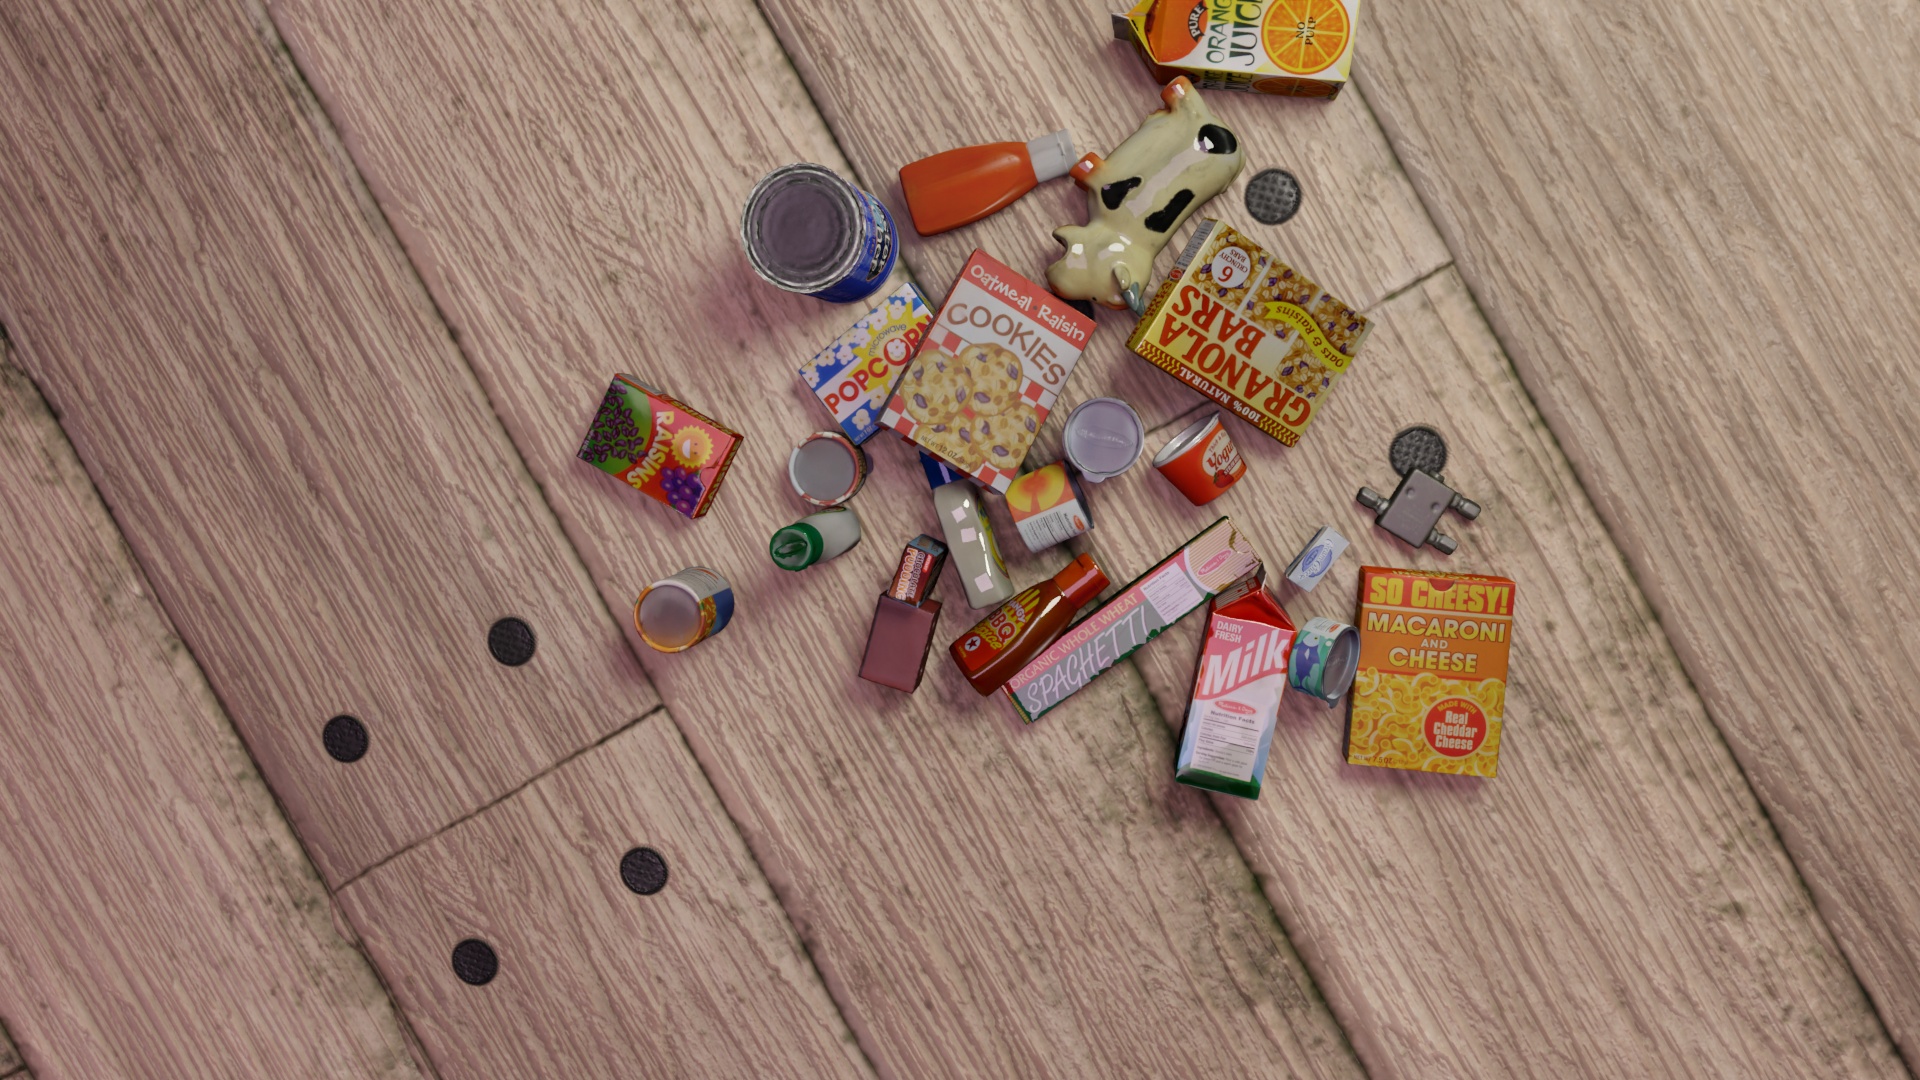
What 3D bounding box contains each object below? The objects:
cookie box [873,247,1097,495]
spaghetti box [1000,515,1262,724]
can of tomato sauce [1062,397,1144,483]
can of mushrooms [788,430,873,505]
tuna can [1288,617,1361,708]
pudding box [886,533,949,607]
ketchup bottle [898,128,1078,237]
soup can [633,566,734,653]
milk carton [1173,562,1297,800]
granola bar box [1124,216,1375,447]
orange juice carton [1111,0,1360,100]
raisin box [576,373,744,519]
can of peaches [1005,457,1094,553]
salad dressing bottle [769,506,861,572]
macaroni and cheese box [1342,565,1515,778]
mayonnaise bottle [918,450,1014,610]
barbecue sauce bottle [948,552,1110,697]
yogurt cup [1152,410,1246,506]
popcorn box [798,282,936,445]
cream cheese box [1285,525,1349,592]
[{"bbox_3d":[0.022,-0.140,1.167,0.123,0.040,0.167,30,85,-12],"label":"cookie box"},{"bbox_3d":[0.145,0.070,1.210,0.250,0.029,0.050,-36,90,10],"label":"spaghetti box"},{"bbox_3d":[0.122,-0.086,1.170,0.071,0.083,0.071,1,96,8],"label":"can of tomato sauce"},{"bbox_3d":[-0.115,-0.064,1.232,0.071,0.033,0.071,1,95,9],"label":"can of mushrooms"},{"bbox_3d":[0.300,0.100,1.144,0.033,0.071,0.071,18,99,38],"label":"tuna can"},{"bbox_3d":[-0.036,0.026,1.203,0.030,0.084,0.049,22,98,5],"label":"pudding box"},{"bbox_3d":[0.026,-0.310,1.182,0.149,0.043,0.064,-16,94,9],"label":"ketchup bottle"},{"bbox_3d":[-0.246,0.064,1.237,0.071,0.084,0.071,1,97,8],"label":"soup can"},{"bbox_3d":[0.236,0.114,1.180,0.073,0.072,0.190,12,98,7],"label":"milk carton"},{"bbox_3d":[0.236,-0.169,1.140,0.165,0.039,0.124,29,100,-17],"label":"granola bar box"},{"bbox_3d":[0.219,-0.410,1.130,0.193,0.072,0.073,8,96,7],"label":"orange juice carton"},{"bbox_3d":[-0.269,-0.085,1.249,0.123,0.040,0.086,29,98,4],"label":"raisin box"},{"bbox_3d":[0.075,-0.031,1.193,0.058,0.071,0.071,-23,92,10],"label":"can of peaches"},{"bbox_3d":[-0.125,-0.001,1.181,0.064,0.148,0.044,-18,93,9],"label":"salad dressing bottle"},{"bbox_3d":[0.394,0.110,1.172,0.124,0.040,0.166,4,96,7],"label":"macaroni and cheese box"},{"bbox_3d":[0.004,-0.015,1.206,0.041,0.065,0.148,-19,89,11],"label":"mayonnaise bottle"},{"bbox_3d":[0.062,0.070,1.207,0.148,0.065,0.043,-39,124,3],"label":"barbecue sauce bottle"},{"bbox_3d":[0.204,-0.066,1.171,0.072,0.072,0.054,-38,98,10],"label":"yogurt cup"},{"bbox_3d":[-0.066,-0.154,1.213,0.126,0.038,0.085,-38,90,10],"label":"popcorn box"},{"bbox_3d":[0.293,0.014,1.145,0.024,0.104,0.053,39,99,10],"label":"cream cheese box"}]
